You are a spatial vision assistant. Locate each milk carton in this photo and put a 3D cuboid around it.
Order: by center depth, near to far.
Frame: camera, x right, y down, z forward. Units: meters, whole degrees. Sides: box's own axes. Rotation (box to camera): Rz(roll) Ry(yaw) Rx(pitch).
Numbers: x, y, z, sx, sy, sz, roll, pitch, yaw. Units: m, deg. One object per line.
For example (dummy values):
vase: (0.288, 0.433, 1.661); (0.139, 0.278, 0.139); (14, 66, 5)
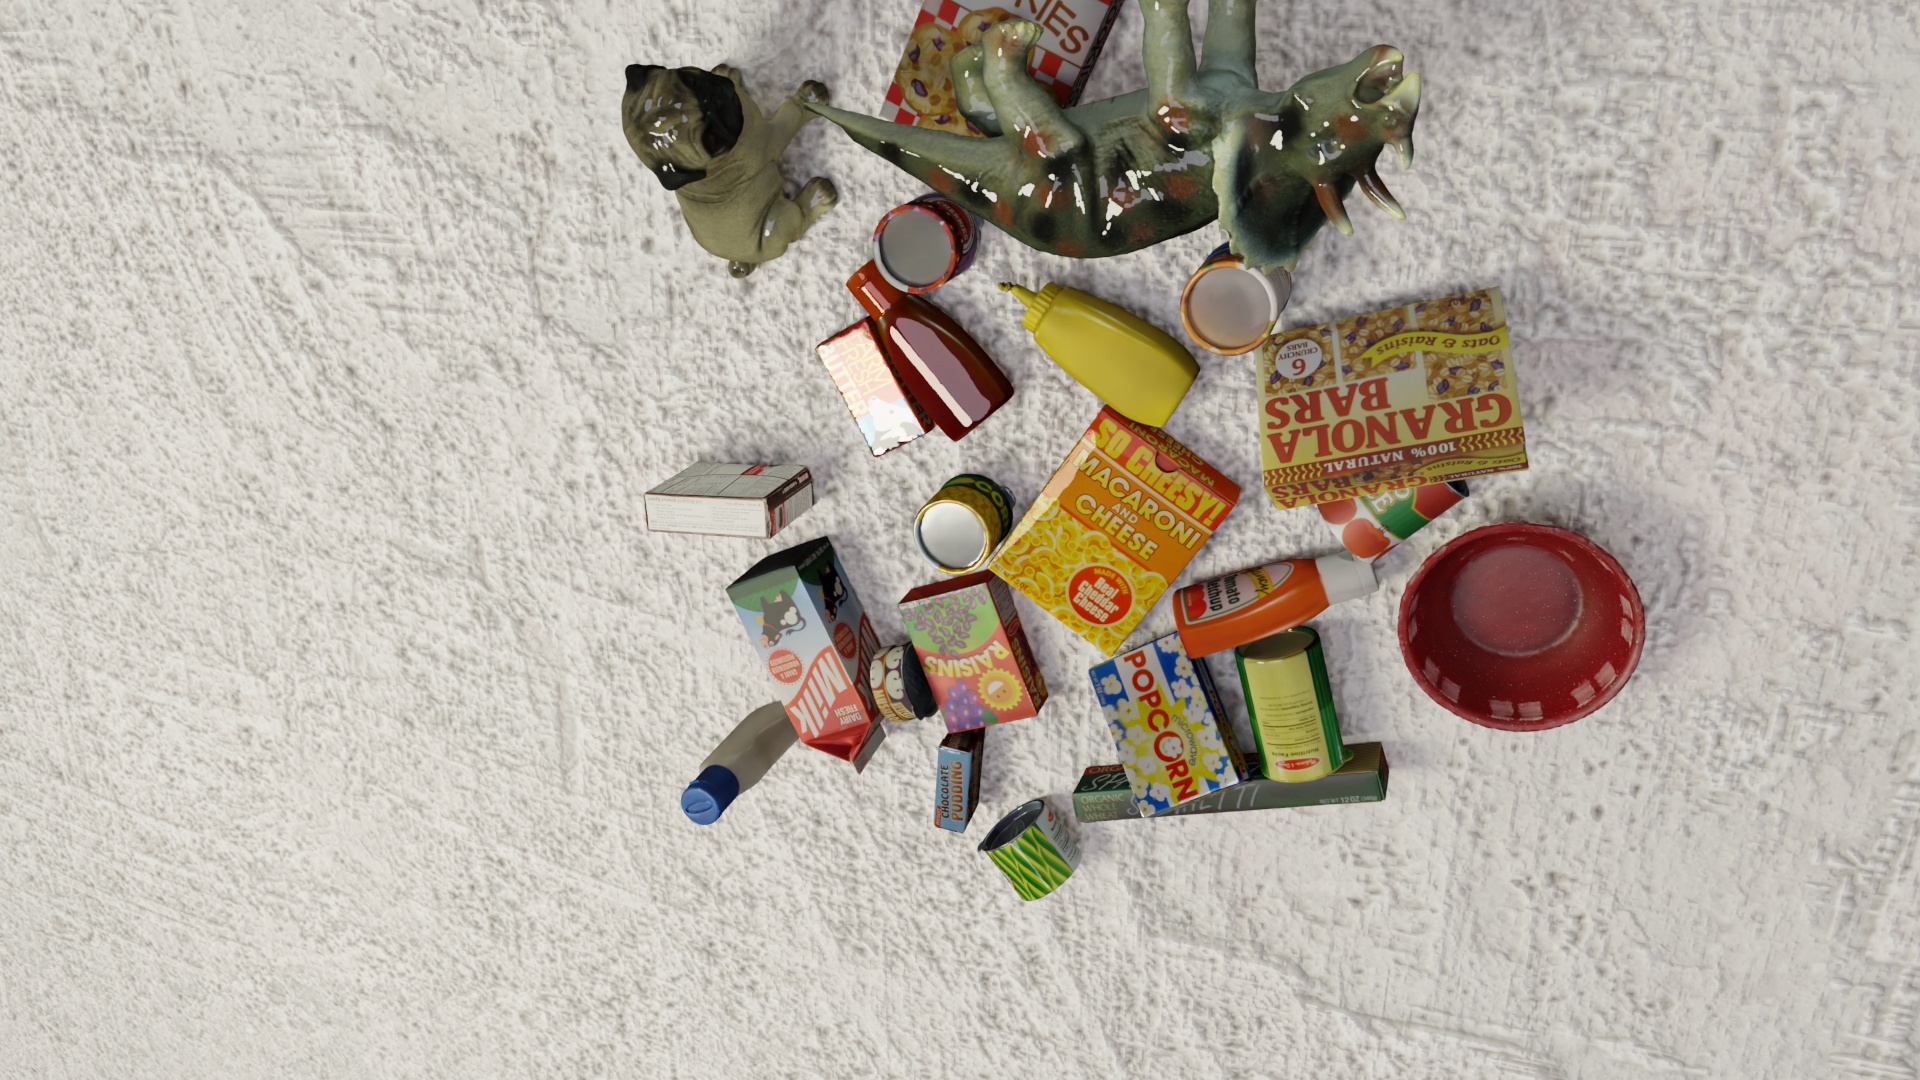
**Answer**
milk carton: (-0.115, 0.102, 1.179); (0.073, 0.073, 0.190); (-19, 103, 25)

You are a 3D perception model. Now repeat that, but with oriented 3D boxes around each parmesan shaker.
parmesan shaker: (0.255, 0.123, 1.062); (0.071, 0.071, 0.102); (-9, 107, 22)

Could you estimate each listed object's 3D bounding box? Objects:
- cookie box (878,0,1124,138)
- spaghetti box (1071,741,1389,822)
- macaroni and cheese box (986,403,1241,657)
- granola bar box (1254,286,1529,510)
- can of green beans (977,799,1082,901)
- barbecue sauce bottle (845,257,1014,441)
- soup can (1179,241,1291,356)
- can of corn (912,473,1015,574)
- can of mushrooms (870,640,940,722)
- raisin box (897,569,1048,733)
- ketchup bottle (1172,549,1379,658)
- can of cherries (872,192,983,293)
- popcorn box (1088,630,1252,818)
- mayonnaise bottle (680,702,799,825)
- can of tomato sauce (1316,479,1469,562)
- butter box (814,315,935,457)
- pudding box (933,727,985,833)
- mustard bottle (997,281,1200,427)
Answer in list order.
cookie box: (0.031, -0.347, 0.968); (0.123, 0.040, 0.166); (30, 117, 6)
spaghetti box: (0.212, 0.195, 1.114); (0.250, 0.050, 0.028); (-9, 106, 22)
macaroni and cheese box: (0.117, -0.008, 1.072); (0.124, 0.040, 0.165); (36, 118, 2)
granola bar box: (0.287, -0.094, 0.937); (0.165, 0.125, 0.039); (-10, 150, 23)
can of green beans: (0.061, 0.264, 1.185); (0.071, 0.071, 0.058); (-33, 98, 27)
barbecue sauce bottle: (-0.028, -0.150, 1.065); (0.064, 0.044, 0.148); (-38, 94, 25)
soup can: (0.188, -0.167, 0.959); (0.071, 0.084, 0.071); (7, 113, 17)
can of corn: (0.004, -0.014, 1.099); (0.071, 0.058, 0.071); (7, 113, 17)
can of mushrooms: (-0.045, 0.120, 1.163); (0.033, 0.071, 0.071); (-14, 105, 26)
raisin box: (0.011, 0.092, 1.150); (0.086, 0.040, 0.123); (-16, 103, 23)
ketchup bottle: (0.236, 0.043, 1.041); (0.148, 0.065, 0.043); (-18, 119, 16)
can of cherries: (-0.023, -0.222, 1.026); (0.071, 0.059, 0.071); (7, 113, 17)
popcorn box: (0.163, 0.143, 1.088); (0.085, 0.038, 0.127); (-26, 74, 22)
mayonnaise bottle: (-0.190, 0.191, 1.198); (0.064, 0.149, 0.041); (-20, 103, 25)
can of tomato sauce: (0.302, -0.034, 0.981); (0.071, 0.071, 0.082); (47, 118, -3)
butter box: (-0.068, -0.122, 1.101); (0.053, 0.024, 0.103); (-23, 101, 26)
pudding box: (-0.001, 0.202, 1.192); (0.030, 0.050, 0.083); (10, 114, 14)
mustard bottle: (0.097, -0.148, 1.019); (0.160, 0.049, 0.065); (35, 118, 4)
